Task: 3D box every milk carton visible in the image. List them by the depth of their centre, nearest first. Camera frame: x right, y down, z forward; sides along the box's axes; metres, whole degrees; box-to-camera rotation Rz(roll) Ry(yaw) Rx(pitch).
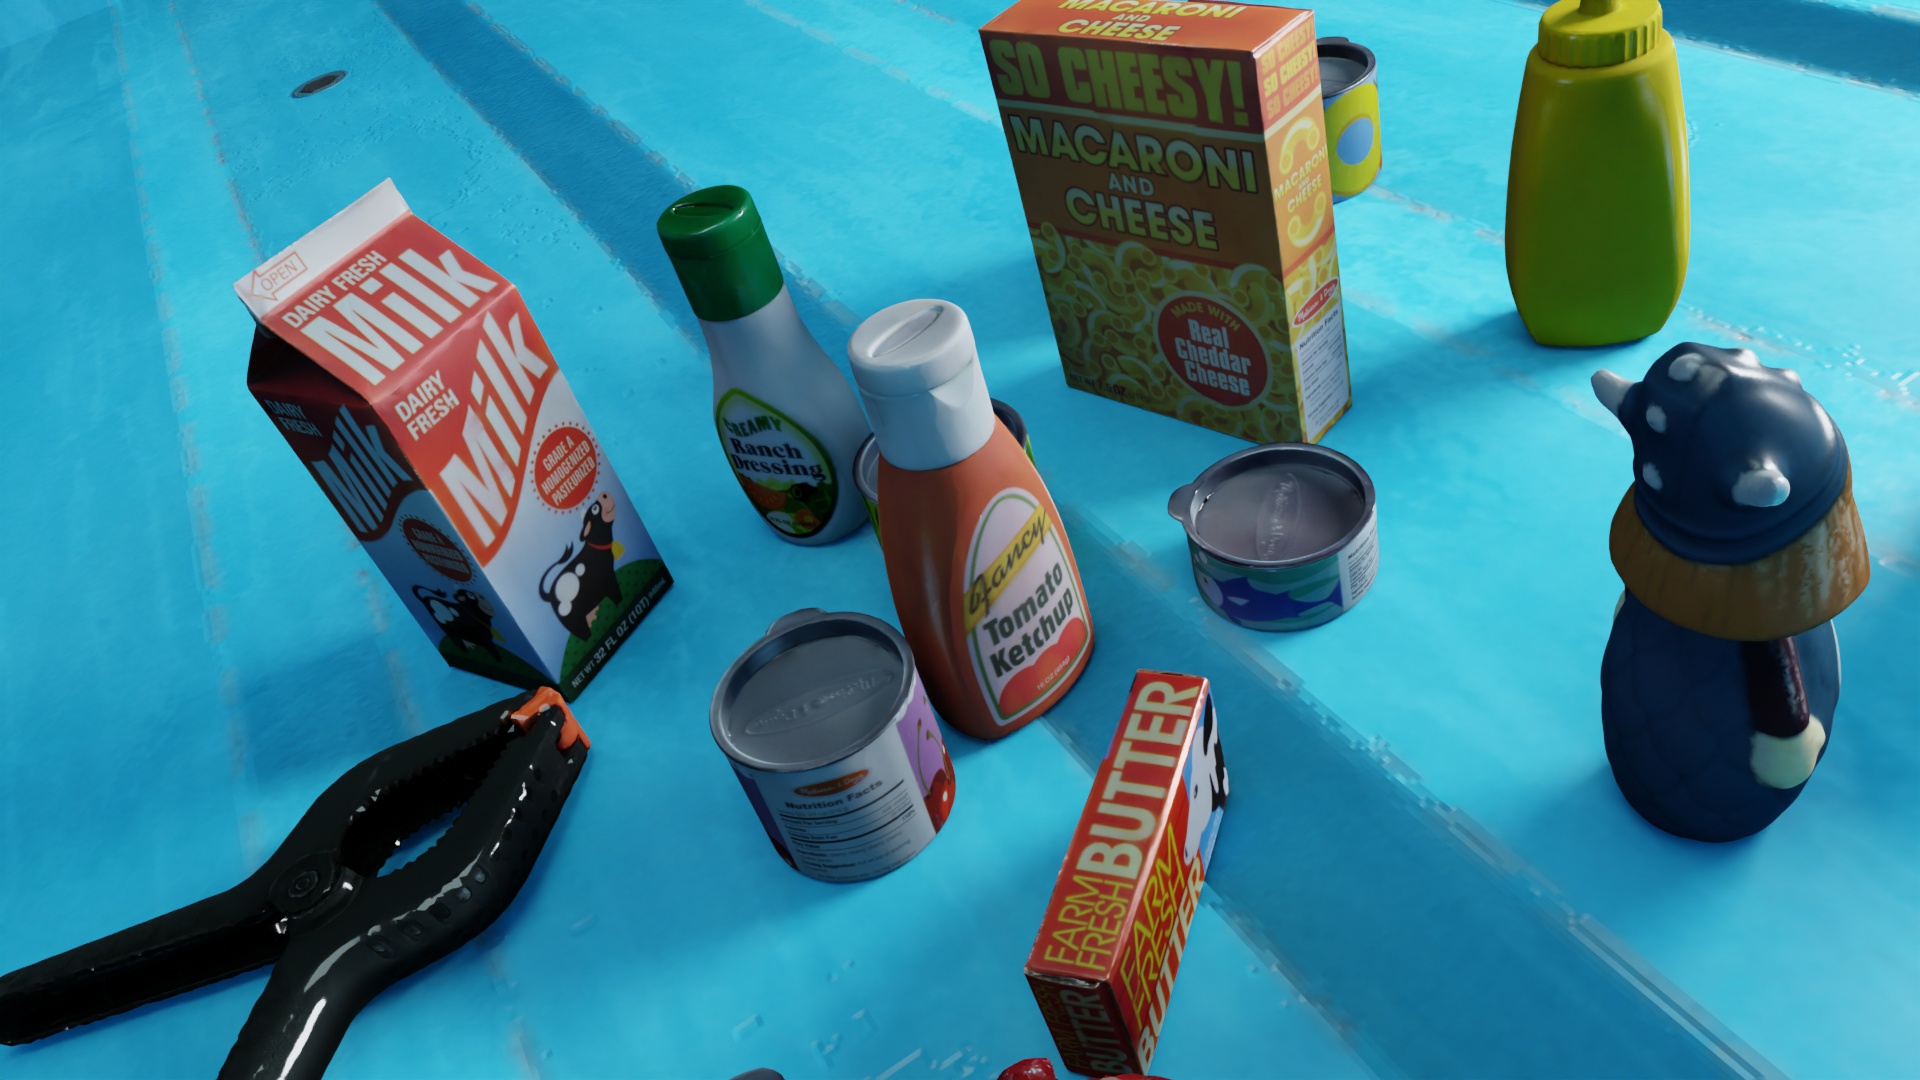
[{"bbox_3d":[-0.188,-0.033,0.516,0.073,0.189,0.073,10,47,31],"label":"milk carton"}]

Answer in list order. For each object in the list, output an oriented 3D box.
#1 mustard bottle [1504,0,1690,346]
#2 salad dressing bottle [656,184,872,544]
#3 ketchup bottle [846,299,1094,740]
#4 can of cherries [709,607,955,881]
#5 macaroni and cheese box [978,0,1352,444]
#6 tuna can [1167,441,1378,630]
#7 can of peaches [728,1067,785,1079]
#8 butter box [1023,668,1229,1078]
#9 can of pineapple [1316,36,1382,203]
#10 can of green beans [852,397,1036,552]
[{"bbox_3d":[0.235,-0.148,0.512,0.065,0.159,0.049,-3,41,19],"label":"mustard bottle"},{"bbox_3d":[-0.075,-0.066,0.545,0.064,0.147,0.044,8,46,29],"label":"salad dressing bottle"},{"bbox_3d":[0.002,-0.006,0.443,0.043,0.148,0.065,25,55,40],"label":"ketchup bottle"},{"bbox_3d":[-0.039,0.064,0.448,0.071,0.058,0.072,-11,39,9],"label":"can of cherries"},{"bbox_3d":[0.082,-0.123,0.536,0.124,0.165,0.040,22,54,39],"label":"macaroni and cheese box"},{"bbox_3d":[0.110,-0.002,0.489,0.071,0.032,0.071,-11,39,9],"label":"tuna can"},{"bbox_3d":[-0.036,0.169,0.324,0.071,0.057,0.071,-11,39,9],"label":"can of peaches"},{"bbox_3d":[0.050,0.091,0.387,0.024,0.053,0.104,4,44,26],"label":"butter box"},{"bbox_3d":[0.174,-0.206,0.685,0.071,0.057,0.071,-11,39,9],"label":"can of pineapple"},{"bbox_3d":[-0.001,-0.012,0.524,0.071,0.057,0.071,-11,39,9],"label":"can of green beans"}]
